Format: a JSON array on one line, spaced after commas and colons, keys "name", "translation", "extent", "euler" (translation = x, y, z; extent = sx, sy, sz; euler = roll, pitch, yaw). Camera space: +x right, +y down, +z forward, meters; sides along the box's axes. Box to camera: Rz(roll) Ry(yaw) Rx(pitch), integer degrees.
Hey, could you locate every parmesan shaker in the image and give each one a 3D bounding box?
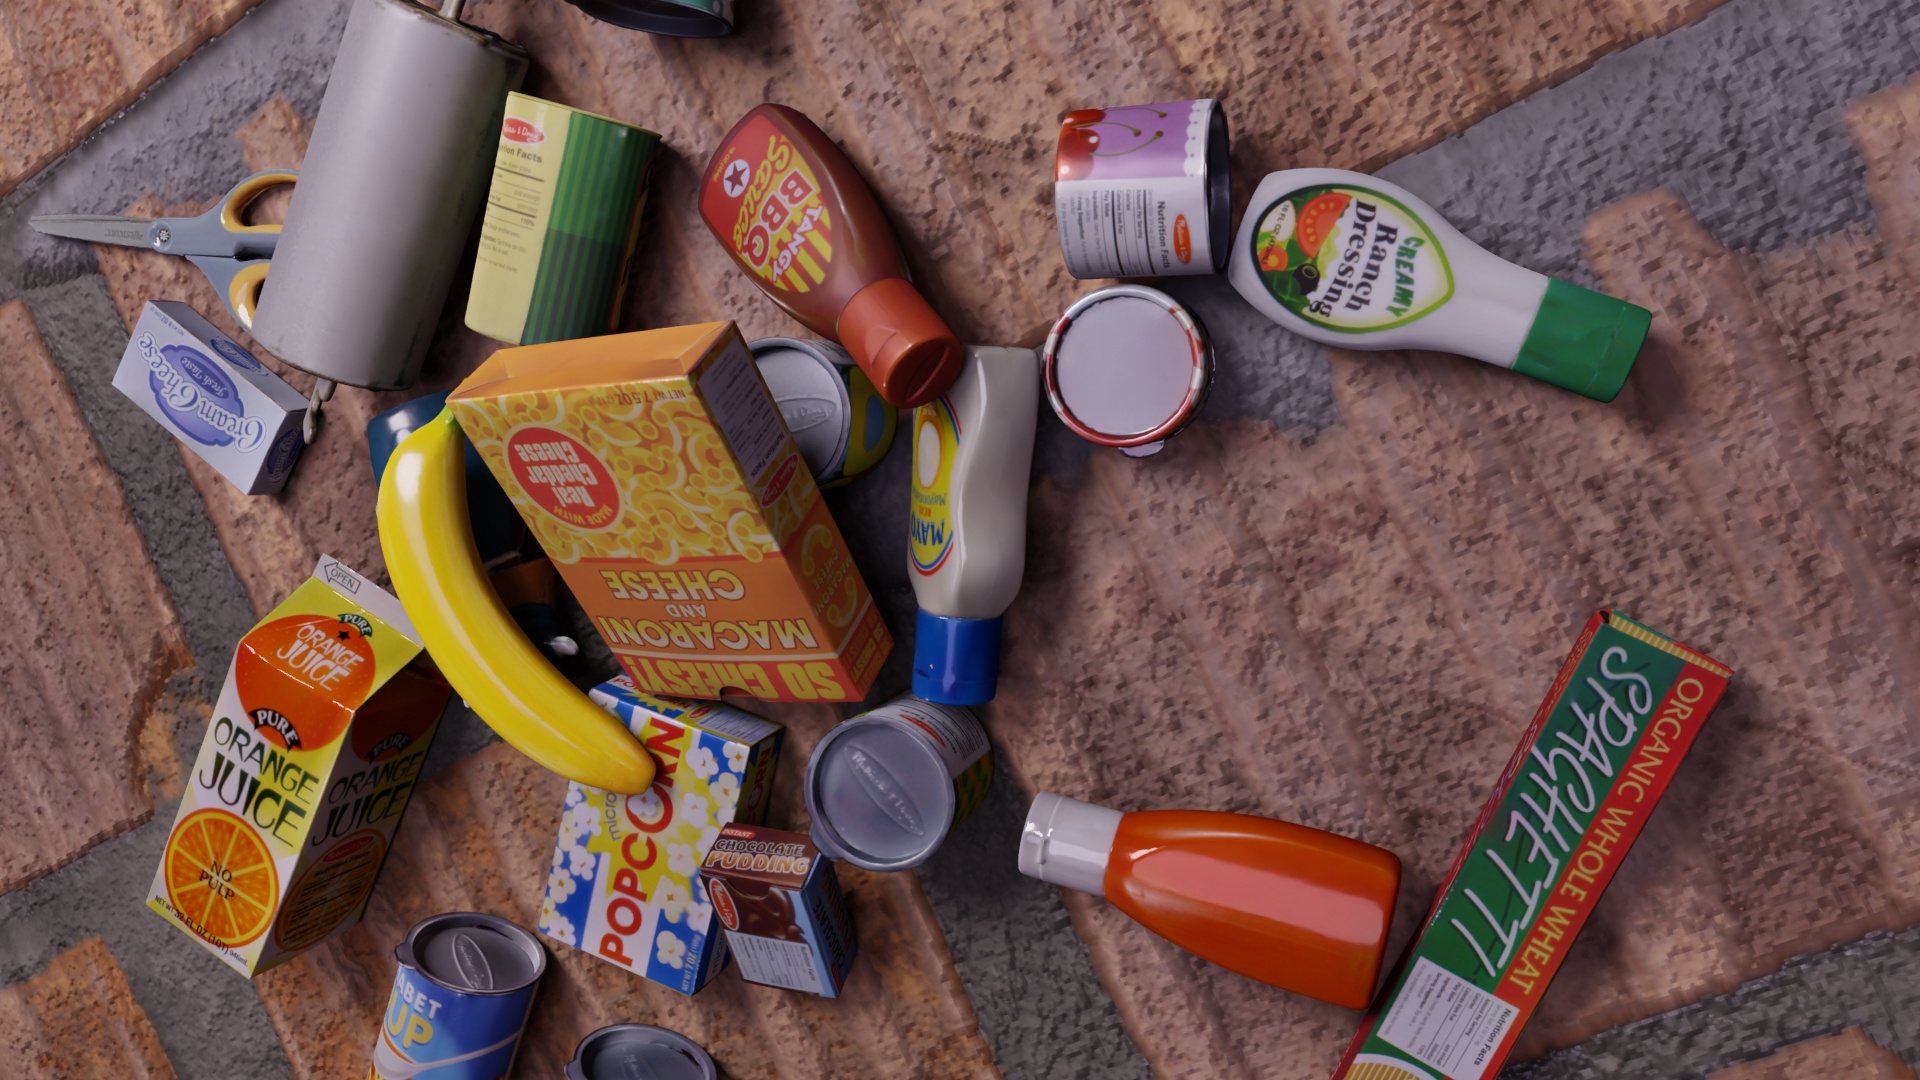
[{"name": "parmesan shaker", "translation": [-0.178, -0.139, 0.618], "extent": [0.071, 0.071, 0.103], "euler": [18, 102, 15]}]

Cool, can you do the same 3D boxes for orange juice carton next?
[{"name": "orange juice carton", "translation": [-0.316, 0.106, 0.680], "extent": [0.072, 0.073, 0.192], "euler": [28, 103, 13]}]

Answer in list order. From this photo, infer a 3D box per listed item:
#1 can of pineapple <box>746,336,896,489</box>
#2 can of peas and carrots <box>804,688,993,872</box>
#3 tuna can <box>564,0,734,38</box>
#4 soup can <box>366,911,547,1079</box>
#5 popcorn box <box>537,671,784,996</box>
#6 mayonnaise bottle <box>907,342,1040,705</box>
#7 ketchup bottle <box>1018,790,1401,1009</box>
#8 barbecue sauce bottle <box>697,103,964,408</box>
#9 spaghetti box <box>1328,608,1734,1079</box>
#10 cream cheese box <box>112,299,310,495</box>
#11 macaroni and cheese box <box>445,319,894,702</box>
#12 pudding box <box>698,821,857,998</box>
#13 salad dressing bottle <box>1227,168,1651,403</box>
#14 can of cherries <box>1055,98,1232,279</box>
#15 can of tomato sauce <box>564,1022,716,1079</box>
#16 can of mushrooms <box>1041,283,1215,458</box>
[{"name": "can of pineapple", "translation": [-0.067, -0.052, 0.594], "extent": [0.071, 0.058, 0.071], "euler": [2, 96, 18]}, {"name": "can of peas and carrots", "translation": [-0.026, 0.103, 0.596], "extent": [0.071, 0.059, 0.071], "euler": [2, 97, 18]}, {"name": "tuna can", "translation": [-0.131, -0.239, 0.590], "extent": [0.071, 0.071, 0.032], "euler": [9, 97, 17]}, {"name": "soup can", "translation": [-0.247, 0.234, 0.672], "extent": [0.071, 0.071, 0.083], "euler": [23, 102, 14]}, {"name": "popcorn box", "translation": [-0.140, 0.135, 0.645], "extent": [0.085, 0.038, 0.126], "euler": [17, 100, 16]}, {"name": "mayonnaise bottle", "translation": [0.002, -0.007, 0.576], "extent": [0.065, 0.041, 0.147], "euler": [19, 107, 61]}, {"name": "ketchup bottle", "translation": [0.099, 0.139, 0.567], "extent": [0.149, 0.043, 0.064], "euler": [13, 98, 16]}, {"name": "barbecue sauce bottle", "translation": [-0.052, -0.113, 0.562], "extent": [0.064, 0.044, 0.149], "euler": [-52, 56, 22]}, {"name": "spaghetti box", "translation": [0.212, 0.145, 0.540], "extent": [0.050, 0.029, 0.249], "euler": [27, 103, 13]}, {"name": "cream cheese box", "translation": [-0.380, -0.073, 0.709], "extent": [0.104, 0.024, 0.053], "euler": [36, 106, 12]}, {"name": "macaroni and cheese box", "translation": [-0.115, -0.004, 0.568], "extent": [0.123, 0.040, 0.165], "euler": [-2, 129, 29]}, {"name": "pudding box", "translation": [-0.078, 0.164, 0.613], "extent": [0.049, 0.030, 0.083], "euler": [5, 131, 18]}, {"name": "salad dressing bottle", "translation": [0.177, -0.094, 0.520], "extent": [0.148, 0.044, 0.064], "euler": [23, 103, 14]}, {"name": "can of cherries", "translation": [0.072, -0.137, 0.539], "extent": [0.058, 0.071, 0.071], "euler": [1, 96, 18]}, {"name": "can of tomato sauce", "translation": [-0.158, 0.281, 0.649], "extent": [0.071, 0.071, 0.083], "euler": [20, 102, 15]}, {"name": "can of mushrooms", "translation": [0.068, -0.068, 0.562], "extent": [0.071, 0.033, 0.071], "euler": [2, 96, 17]}]
